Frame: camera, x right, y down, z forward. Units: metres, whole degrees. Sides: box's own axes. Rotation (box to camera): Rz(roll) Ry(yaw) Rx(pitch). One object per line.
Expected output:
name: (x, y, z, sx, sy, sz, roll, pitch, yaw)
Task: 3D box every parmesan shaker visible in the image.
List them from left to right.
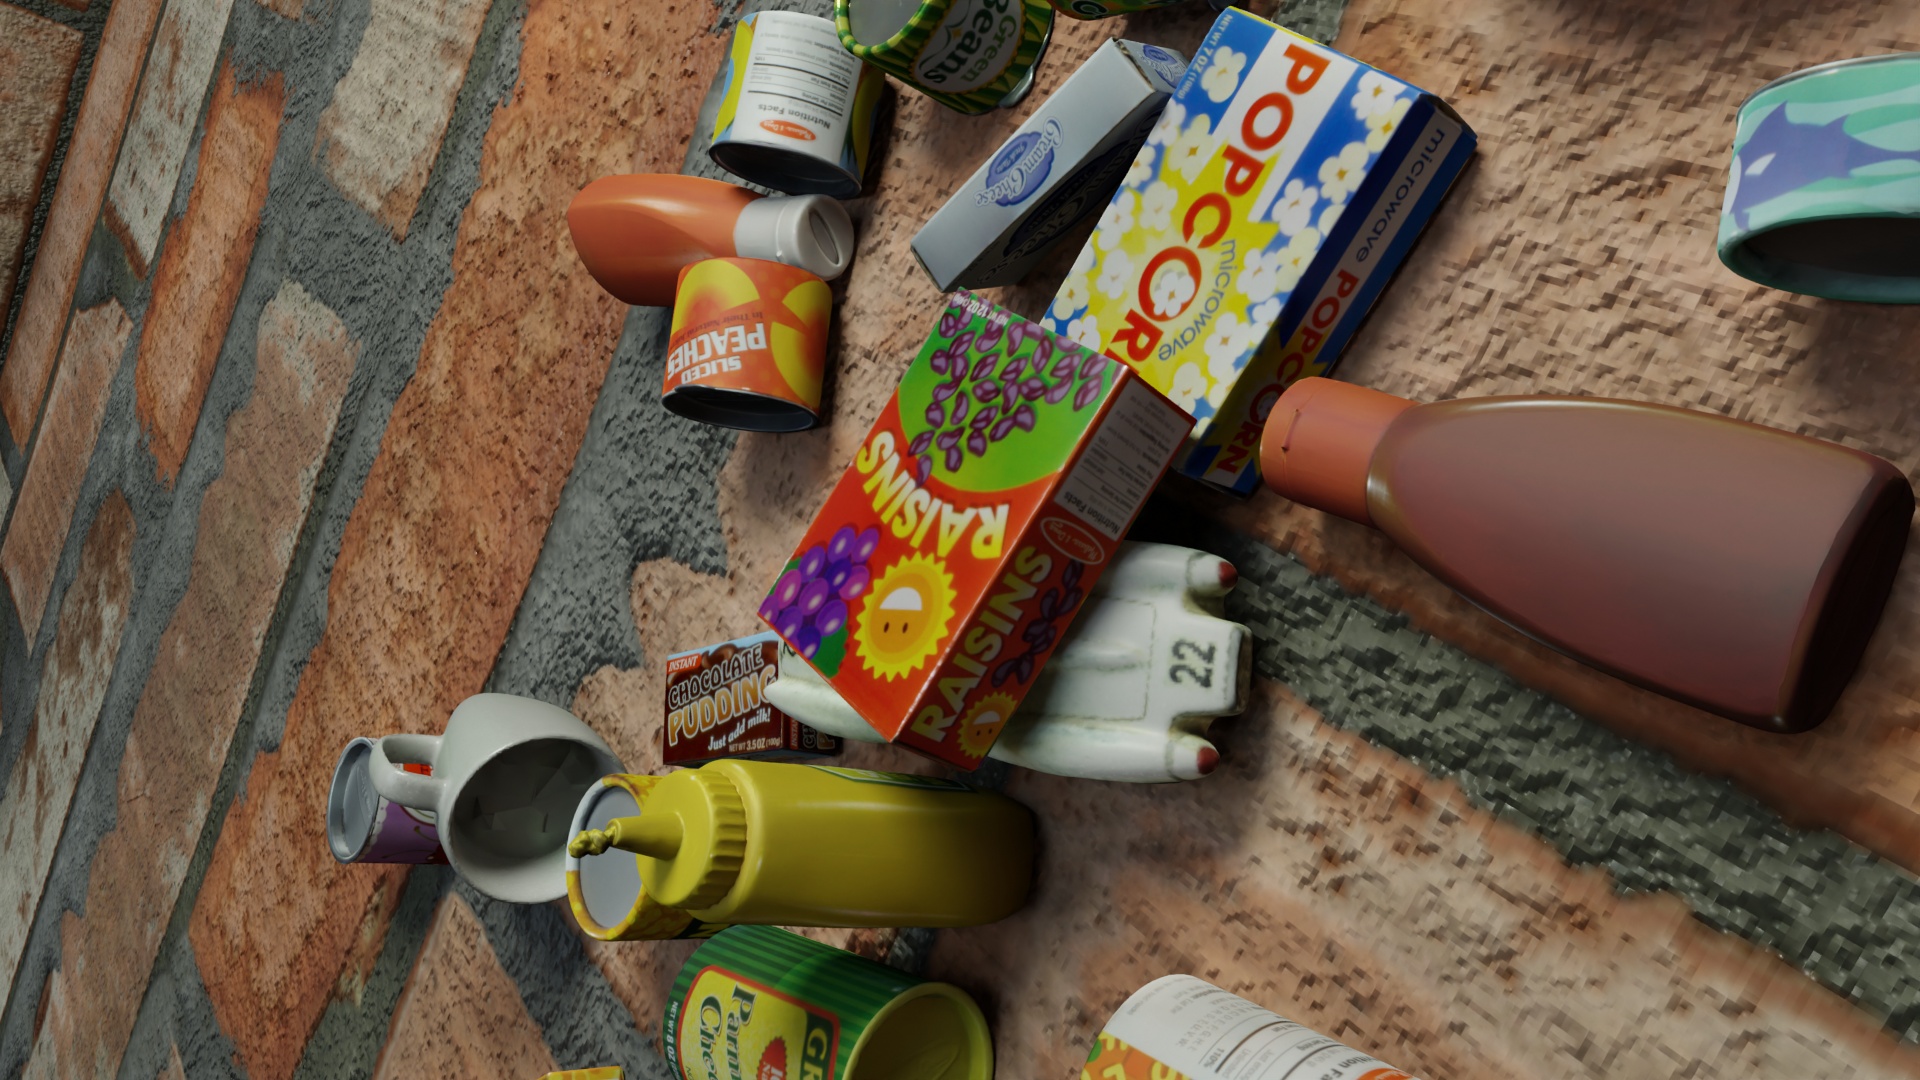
parmesan shaker: (-0.048, 0.177, 0.477, 0.103, 0.071, 0.071, -1, 80, 46)

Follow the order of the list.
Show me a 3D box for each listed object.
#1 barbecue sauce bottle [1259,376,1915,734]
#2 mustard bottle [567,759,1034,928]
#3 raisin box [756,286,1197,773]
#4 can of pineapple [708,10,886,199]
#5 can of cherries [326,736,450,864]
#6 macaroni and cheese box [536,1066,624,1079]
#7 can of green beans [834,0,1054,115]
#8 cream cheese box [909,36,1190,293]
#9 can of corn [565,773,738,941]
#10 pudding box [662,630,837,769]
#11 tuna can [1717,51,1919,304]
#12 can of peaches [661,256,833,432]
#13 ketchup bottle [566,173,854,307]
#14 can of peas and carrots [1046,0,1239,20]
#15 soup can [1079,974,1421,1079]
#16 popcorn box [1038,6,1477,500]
barbecue sauce bottle: (0.143, -0.008, 0.346, 0.149, 0.044, 0.064, 26, 98, 47)
mustard bottle: (-0.047, 0.094, 0.429, 0.065, 0.160, 0.049, -4, 76, 44)
raisin box: (0.001, -0.005, 0.419, 0.086, 0.040, 0.123, 34, 93, 46)
can of pineapple: (-0.069, -0.183, 0.592, 0.071, 0.071, 0.058, 9, 86, 46)
can of cherries: (-0.298, 0.140, 0.747, 0.071, 0.058, 0.071, -15, 69, 43)
macaroni and cheese box: (-0.179, 0.328, 0.591, 0.123, 0.040, 0.167, -38, 54, 32)
can of green beans: (-0.007, -0.208, 0.539, 0.071, 0.058, 0.071, -13, 71, 43)
cream cheese box: (0.034, -0.127, 0.479, 0.103, 0.053, 0.024, -39, 81, 33)
can of corn: (-0.118, 0.130, 0.565, 0.071, 0.058, 0.071, -14, 71, 43)
pudding box: (-0.087, 0.066, 0.571, 0.083, 0.030, 0.050, -15, 69, 43)
tuna can: (0.196, -0.074, 0.293, 0.071, 0.071, 0.033, 9, 87, 46)
can of peaches: (-0.090, -0.082, 0.583, 0.071, 0.071, 0.058, -4, 76, 45)
ketchup bottle: (-0.113, -0.136, 0.631, 0.149, 0.064, 0.044, 10, 51, 39)
can of peas and carrots: (0.061, -0.211, 0.468, 0.059, 0.071, 0.071, 10, 87, 47)
soup can: (0.079, 0.159, 0.352, 0.084, 0.071, 0.071, 10, 88, 47)
popcorn box: (0.085, -0.089, 0.429, 0.085, 0.038, 0.126, 46, 113, 42)
